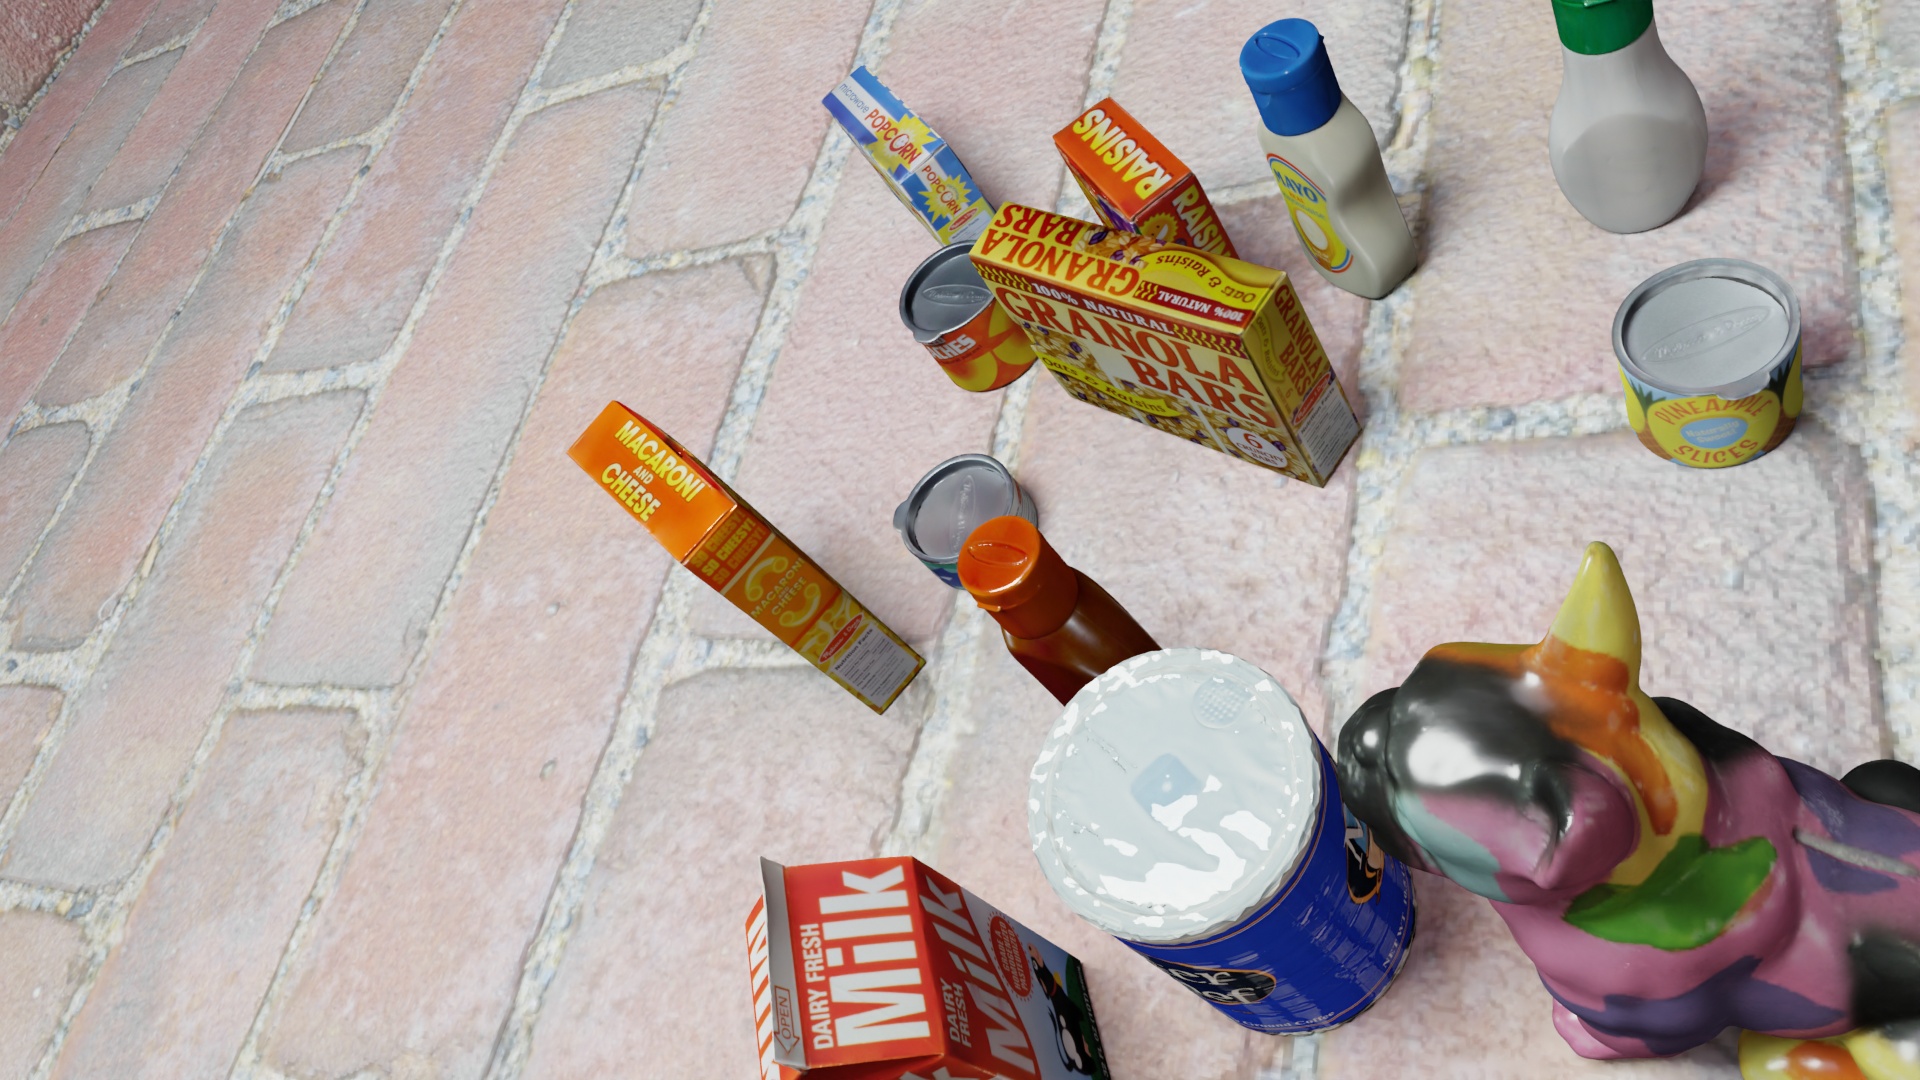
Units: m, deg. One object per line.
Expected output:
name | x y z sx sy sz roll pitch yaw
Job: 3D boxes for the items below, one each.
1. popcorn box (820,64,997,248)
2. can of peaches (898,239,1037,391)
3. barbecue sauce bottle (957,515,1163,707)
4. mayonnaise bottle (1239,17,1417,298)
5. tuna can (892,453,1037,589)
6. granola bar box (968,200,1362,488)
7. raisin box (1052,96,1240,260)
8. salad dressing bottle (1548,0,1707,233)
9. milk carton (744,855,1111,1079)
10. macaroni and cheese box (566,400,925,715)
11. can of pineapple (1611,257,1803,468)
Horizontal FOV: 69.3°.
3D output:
popcorn box | -0.028 -0.232 0.861 0.038 0.085 0.127 -40 48 4
can of peaches | 0.007 -0.124 0.785 0.071 0.058 0.071 -16 53 23
barbecue sauce bottle | 0.048 0.042 0.587 0.065 0.148 0.044 12 68 37
mayonnaise bottle | 0.172 -0.179 0.657 0.041 0.147 0.065 -43 48 1
tuna can | 0.003 -0.009 0.728 0.071 0.032 0.071 -16 53 23
granola bar box | 0.096 -0.094 0.664 0.166 0.124 0.039 26 77 41
raisin box | 0.103 -0.153 0.700 0.040 0.123 0.086 -37 48 7
salad dressing bottle | 0.283 -0.196 0.599 0.064 0.147 0.044 -6 58 29
milk carton | -0.017 0.176 0.510 0.073 0.190 0.073 -26 50 16
macaroni and cheese box | -0.104 0.009 0.693 0.040 0.166 0.124 -49 48 -5
can of pineapple | 0.303 -0.069 0.562 0.071 0.057 0.071 -16 53 23
